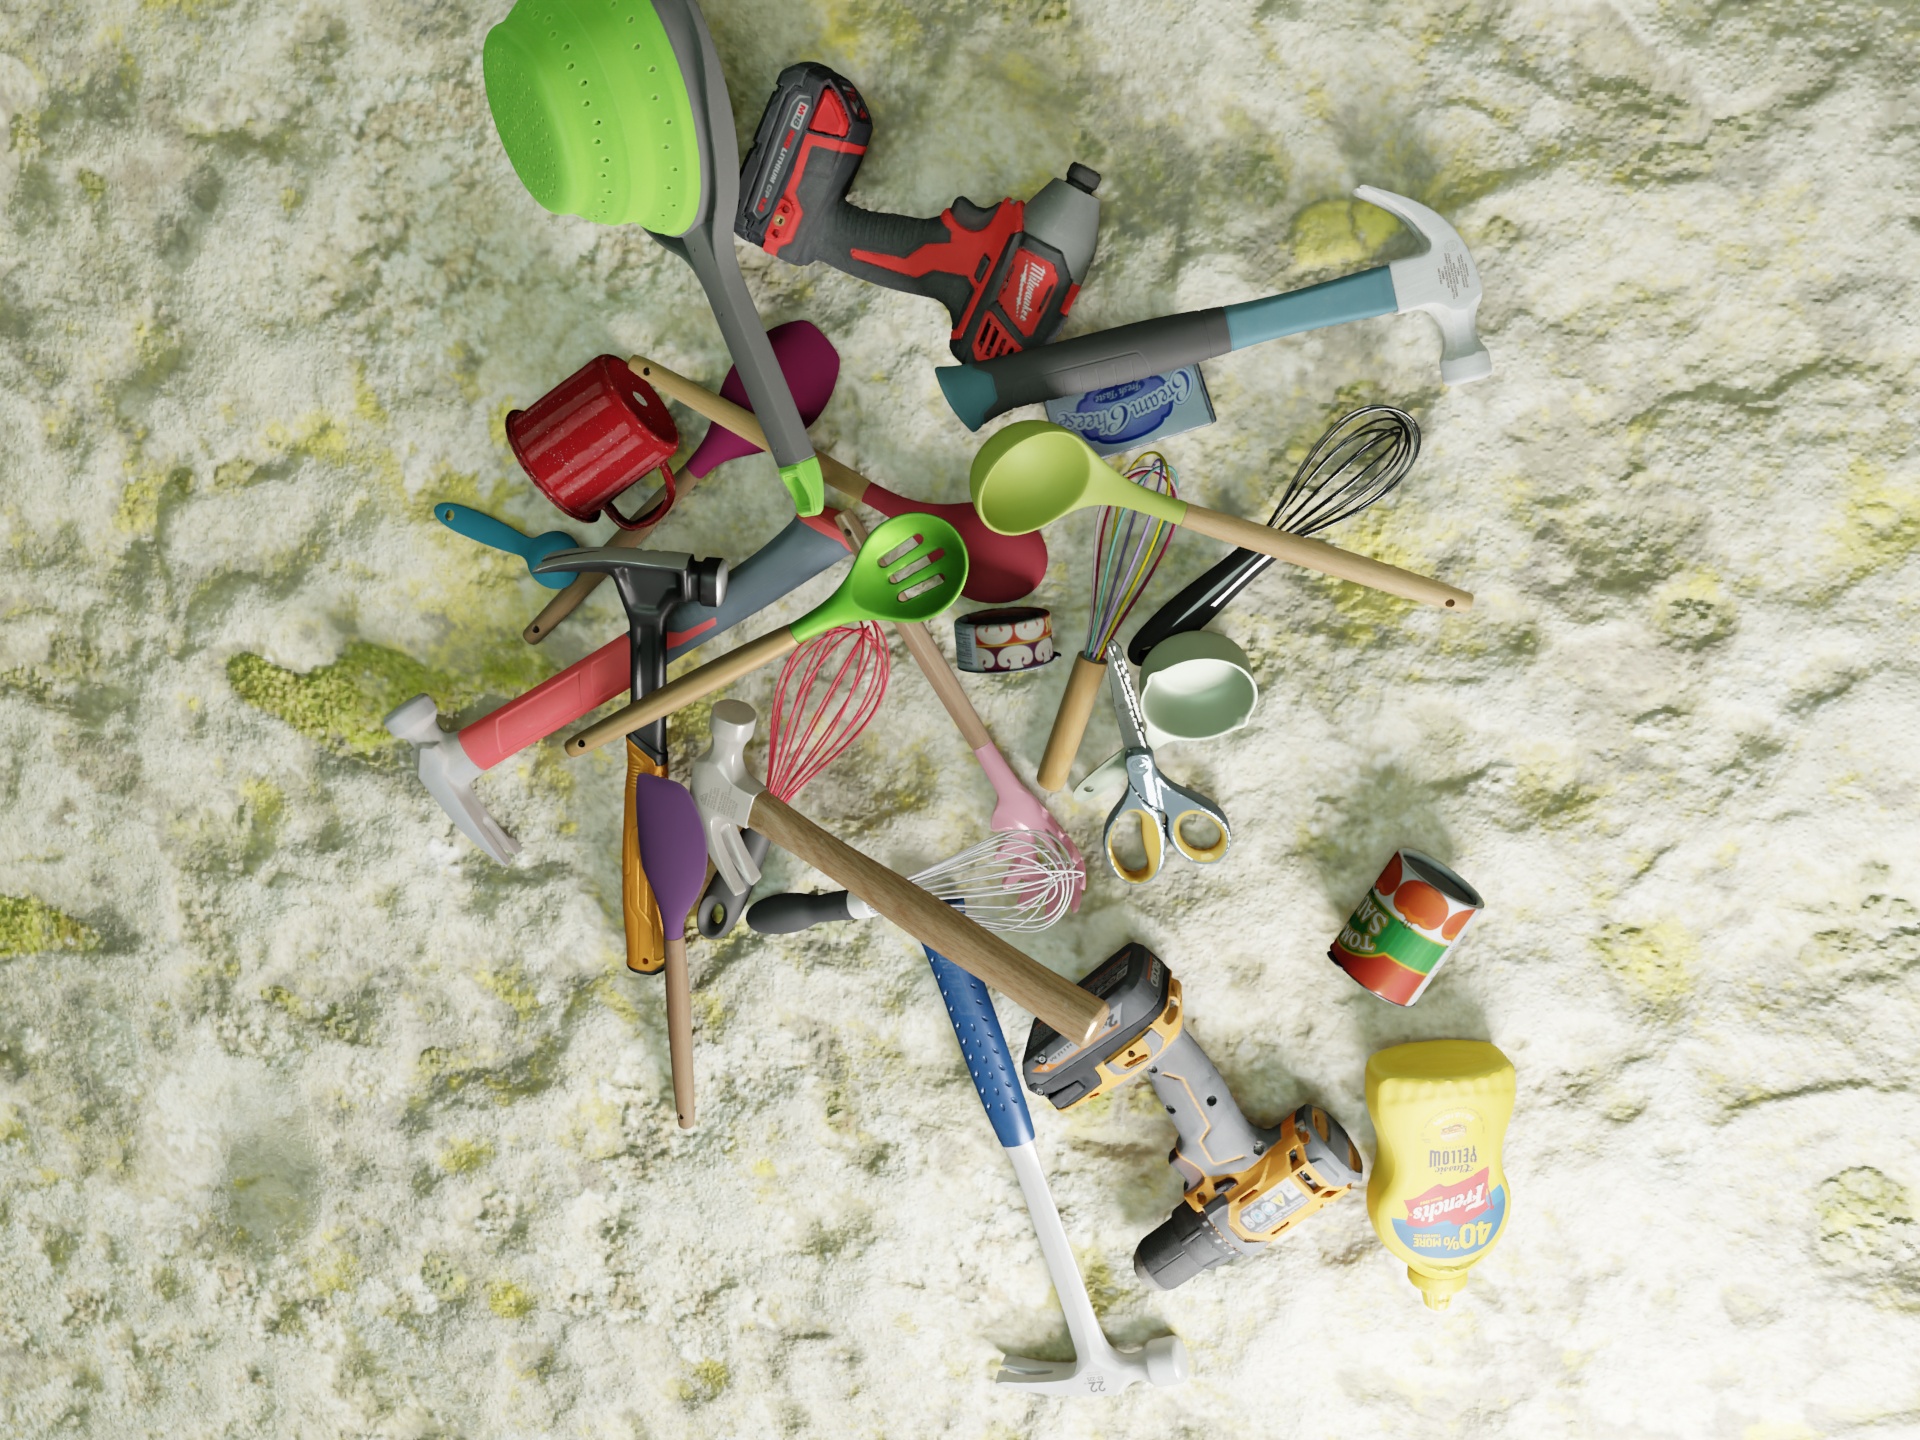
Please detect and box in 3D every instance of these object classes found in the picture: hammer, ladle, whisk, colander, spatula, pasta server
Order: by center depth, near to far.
[{"bbox_3d":[0.149,-0.234,0.970,0.331,0.033,0.128,-13,101,3],"label":"hammer"},{"bbox_3d":[0.161,-0.112,0.972,0.320,0.062,0.078,17,131,-1],"label":"ladle"},{"bbox_3d":[-0.195,-0.299,0.982,0.094,0.204,0.397,-28,105,-24],"label":"colander"},{"bbox_3d":[0.194,-0.113,1.019,0.055,0.055,0.239,47,114,-2],"label":"whisk"},{"bbox_3d":[-0.048,0.117,1.060,0.331,0.031,0.130,31,125,19],"label":"hammer"},{"bbox_3d":[0.095,-0.063,1.063,0.047,0.051,0.245,29,115,27],"label":"whisk"},{"bbox_3d":[-0.085,-0.168,1.070,0.315,0.031,0.069,29,109,2],"label":"ladle"},{"bbox_3d":[-0.002,-0.003,1.084,0.060,0.040,0.316,-24,104,30],"label":"pasta server"},{"bbox_3d":[-0.042,0.123,1.111,0.284,0.070,0.070,-12,102,32],"label":"whisk"},{"bbox_3d":[-0.127,0.046,1.135,0.073,0.073,0.295,31,116,4],"label":"whisk"},{"bbox_3d":[-0.232,0.037,1.136,0.127,0.034,0.336,5,116,0],"label":"hammer"},{"bbox_3d":[-0.227,-0.032,1.143,0.386,0.038,0.143,-28,106,17],"label":"hammer"},{"bbox_3d":[-0.209,0.180,1.175,0.060,0.018,0.315,15,121,22],"label":"spatula"},{"bbox_3d":[0.041,0.323,1.177,0.144,0.035,0.405,-16,100,17],"label":"hammer"}]

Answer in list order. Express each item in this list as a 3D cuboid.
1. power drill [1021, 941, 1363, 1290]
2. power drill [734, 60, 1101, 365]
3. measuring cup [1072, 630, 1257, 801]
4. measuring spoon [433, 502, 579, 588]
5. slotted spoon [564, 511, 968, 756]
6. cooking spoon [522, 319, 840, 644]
[{"bbox_3d":[0.143,0.290,1.124,0.226,0.084,0.185,45,110,-6],"label":"power drill"},{"bbox_3d":[-0.022,-0.318,1.002,0.219,0.078,0.143,28,111,2],"label":"power drill"},{"bbox_3d":[0.129,-0.001,1.070,0.083,0.038,0.167,25,133,-25],"label":"measuring cup"},{"bbox_3d":[-0.332,-0.131,1.146,0.129,0.021,0.042,23,99,15],"label":"measuring spoon"},{"bbox_3d":[-0.133,-0.049,1.060,0.314,0.031,0.070,-26,94,13],"label":"slotted spoon"},{"bbox_3d":[-0.204,-0.158,1.117,0.319,0.017,0.069,-41,91,20],"label":"cooking spoon"}]
